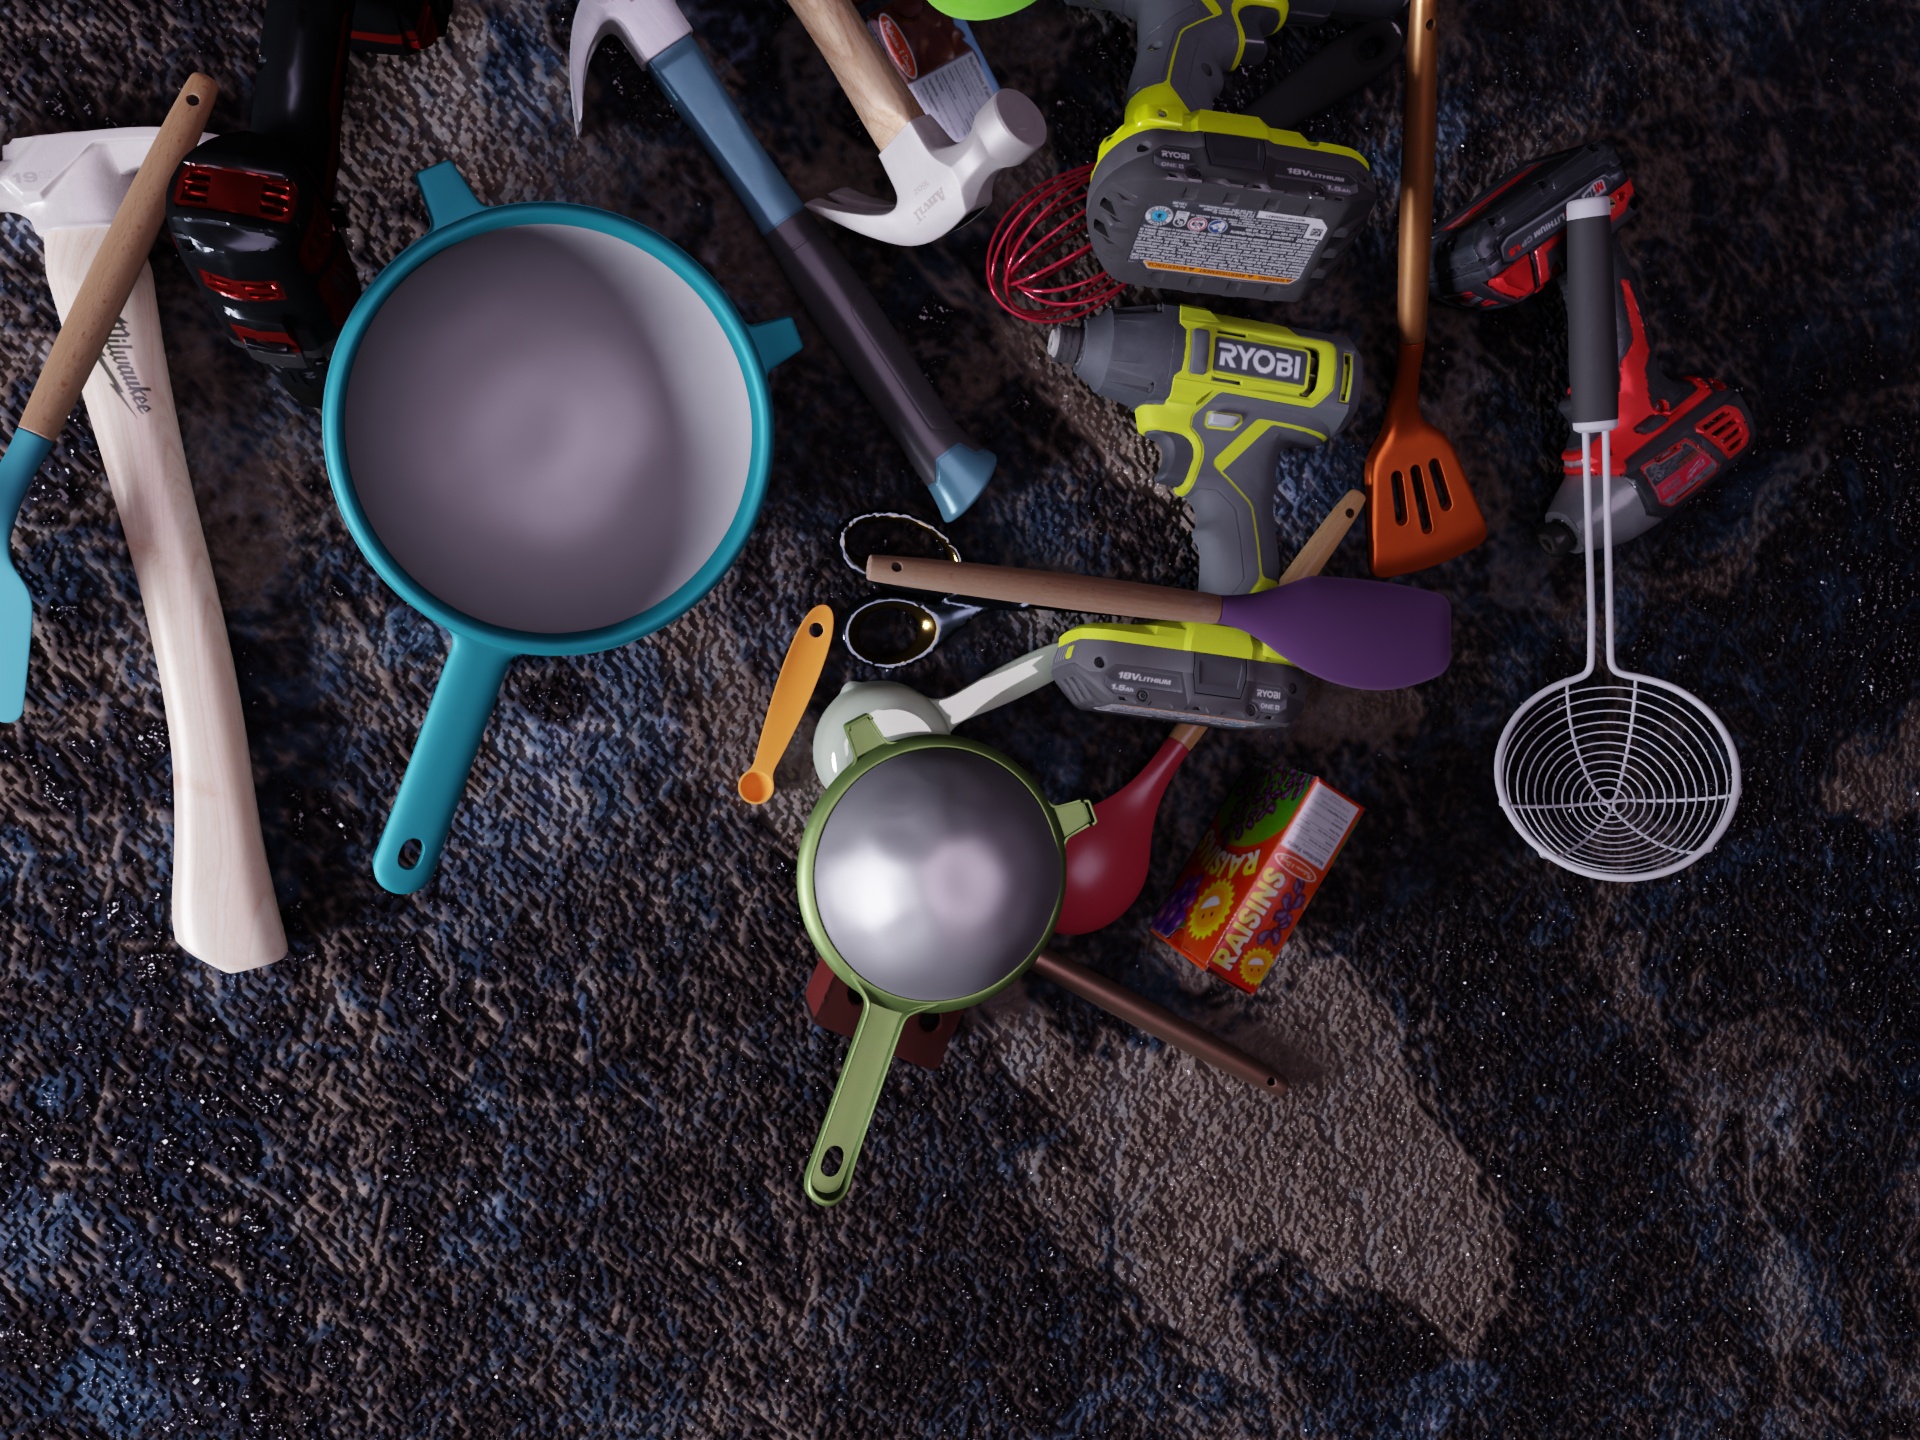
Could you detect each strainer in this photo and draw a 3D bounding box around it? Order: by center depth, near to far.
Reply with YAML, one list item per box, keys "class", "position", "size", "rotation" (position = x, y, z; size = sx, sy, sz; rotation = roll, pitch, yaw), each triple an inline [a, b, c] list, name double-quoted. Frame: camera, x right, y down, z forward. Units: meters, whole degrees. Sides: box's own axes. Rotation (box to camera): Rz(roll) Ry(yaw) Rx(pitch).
- class: "strainer"
  position: [-0.228, -0.084, 0.789]
  size: [0.210, 0.095, 0.340]
  rotation: [18, 96, -30]
- class: "strainer"
  position: [-0.024, 0.131, 0.823]
  size: [0.151, 0.069, 0.256]
  rotation: [22, 82, -16]

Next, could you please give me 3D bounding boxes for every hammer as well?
- class: "hammer"
  position: [-0.090, -0.377, 0.762]
  size: [0.031, 0.130, 0.331]
  rotation: [-35, 93, -41]
- class: "hammer"
  position: [-0.381, -0.078, 0.787]
  size: [0.146, 0.038, 0.410]
  rotation: [-10, 99, -13]
- class: "hammer"
  position: [-0.083, -0.252, 0.838]
  size: [0.128, 0.033, 0.331]
  rotation: [-37, 103, -8]

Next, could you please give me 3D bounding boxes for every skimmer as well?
- class: "skimmer"
  position: [0.351, -0.098, 0.864]
  size: [0.127, 0.090, 0.363]
  rotation: [-3, 102, 16]

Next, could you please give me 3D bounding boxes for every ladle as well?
- class: "ladle"
  position: [0.143, -0.007, 0.926]
  size: [0.069, 0.031, 0.315]
  rotation: [37, 86, -14]

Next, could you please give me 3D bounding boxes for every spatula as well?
- class: "spatula"
  position: [-0.417, -0.155, 0.738]
  size: [0.082, 0.044, 0.317]
  rotation: [25, 85, -17]
- class: "spatula"
  position: [0.108, -0.058, 0.818]
  size: [0.316, 0.018, 0.060]
  rotation: [7, 80, -11]
- class: "spatula"
  position: [0.256, -0.230, 0.879]
  size: [0.081, 0.041, 0.322]
  rotation: [-18, 128, -11]

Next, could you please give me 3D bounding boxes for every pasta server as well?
- class: "pasta server"
  position: [0.067, 0.150, 0.919]
  size: [0.316, 0.040, 0.060]
  rotation: [30, 86, -16]

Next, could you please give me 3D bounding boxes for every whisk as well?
- class: "whisk"
  position: [0.134, -0.310, 0.874]
  size: [0.296, 0.073, 0.073]
  rotation: [-36, 103, -13]

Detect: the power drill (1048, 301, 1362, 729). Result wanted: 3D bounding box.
- class: "power drill"
  position: [0.123, -0.113, 0.874]
  size: [0.171, 0.080, 0.223]
  rotation: [7, 85, -10]

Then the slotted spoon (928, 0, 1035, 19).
- class: "slotted spoon"
  position: [0.088, -0.446, 0.809]
  size: [0.070, 0.031, 0.314]
  rotation: [36, 63, 14]

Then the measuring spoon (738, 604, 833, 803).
- class: "measuring spoon"
  position: [-0.096, -0.009, 0.877]
  size: [0.021, 0.011, 0.117]
  rotation: [21, 88, -14]

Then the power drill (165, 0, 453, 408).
- class: "power drill"
  position: [-0.294, -0.266, 0.734]
  size: [0.080, 0.188, 0.227]
  rotation: [7, 77, -8]

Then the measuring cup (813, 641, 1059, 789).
- class: "measuring cup"
  position: [-0.001, -0.003, 0.883]
  size: [0.167, 0.038, 0.083]
  rotation: [-27, 102, -7]

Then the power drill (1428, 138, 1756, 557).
- class: "power drill"
  position: [0.361, -0.209, 0.930]
  size: [0.143, 0.079, 0.219]
  rotation: [-37, 106, -6]

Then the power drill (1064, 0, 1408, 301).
- class: "power drill"
  position: [0.146, -0.332, 0.815]
  size: [0.190, 0.080, 0.229]
  rotation: [5, 65, -7]
